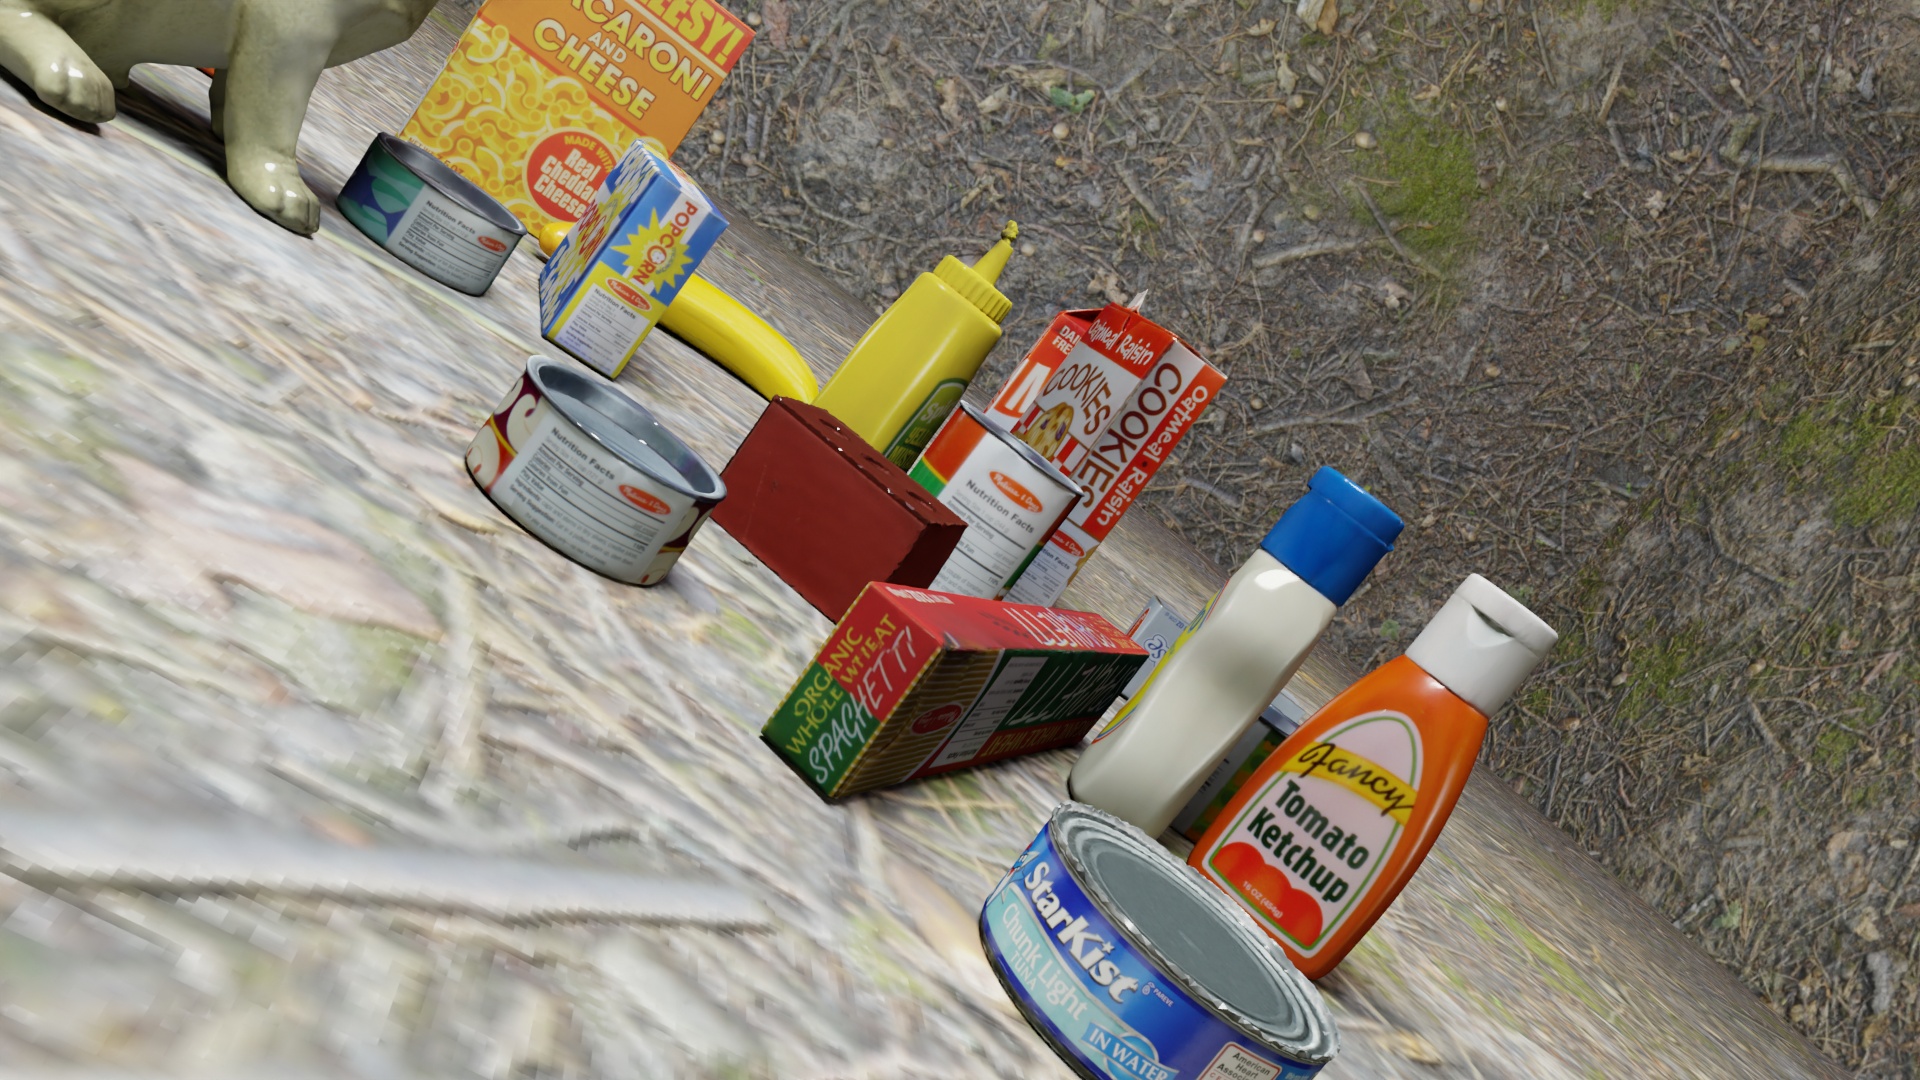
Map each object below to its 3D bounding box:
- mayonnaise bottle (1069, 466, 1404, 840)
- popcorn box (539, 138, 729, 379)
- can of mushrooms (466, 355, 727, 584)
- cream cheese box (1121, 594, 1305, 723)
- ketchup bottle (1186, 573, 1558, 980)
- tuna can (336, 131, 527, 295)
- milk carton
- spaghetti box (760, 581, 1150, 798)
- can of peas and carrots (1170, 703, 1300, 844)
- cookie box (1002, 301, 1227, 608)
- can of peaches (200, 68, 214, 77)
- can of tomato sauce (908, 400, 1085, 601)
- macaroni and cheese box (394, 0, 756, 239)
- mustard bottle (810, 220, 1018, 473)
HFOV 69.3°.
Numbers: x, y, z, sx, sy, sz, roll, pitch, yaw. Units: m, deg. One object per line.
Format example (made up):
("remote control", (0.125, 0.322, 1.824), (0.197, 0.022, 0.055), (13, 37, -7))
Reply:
("mayonnaise bottle", (0.099, 0.041, 0.502), (0.041, 0.148, 0.065), (38, 8, 9))
("popcorn box", (-0.152, -0.131, 0.630), (0.038, 0.085, 0.127), (34, 9, -26))
("can of mushrooms", (-0.103, -0.020, 0.396), (0.071, 0.033, 0.071), (36, 8, -6))
("cream cheese box", (0.130, 0.081, 0.751), (0.104, 0.053, 0.024), (36, 8, -12))
("ketchup bottle", (0.148, 0.080, 0.492), (0.065, 0.148, 0.043), (41, 8, 25))
("tuna can", (-0.213, -0.132, 0.558), (0.071, 0.033, 0.071), (36, 8, -6))
("milk carton", (0.061, -0.085, 0.909), (0.073, 0.190, 0.072), (37, 7, -4))
("spaghetti box", (0.013, 0.047, 0.455), (0.029, 0.050, 0.250), (40, 8, 18))
("can of peas and carrots", (0.107, 0.090, 0.582), (0.071, 0.058, 0.071), (36, 8, -6))
("cookie box", (0.060, -0.045, 0.755), (0.040, 0.167, 0.123), (35, 8, -19))
("can of peaches", (-0.313, -0.232, 0.608), (0.071, 0.058, 0.071), (36, 8, -6))
("can of tomato sauce", (0.002, -0.007, 0.597), (0.071, 0.083, 0.071), (36, 8, -6))
("macaroni and cheese box", (-0.212, -0.253, 0.772), (0.123, 0.166, 0.040), (33, 9, -30))
("mustard bottle", (-0.020, -0.083, 0.652), (0.049, 0.160, 0.065), (39, 8, 13))
